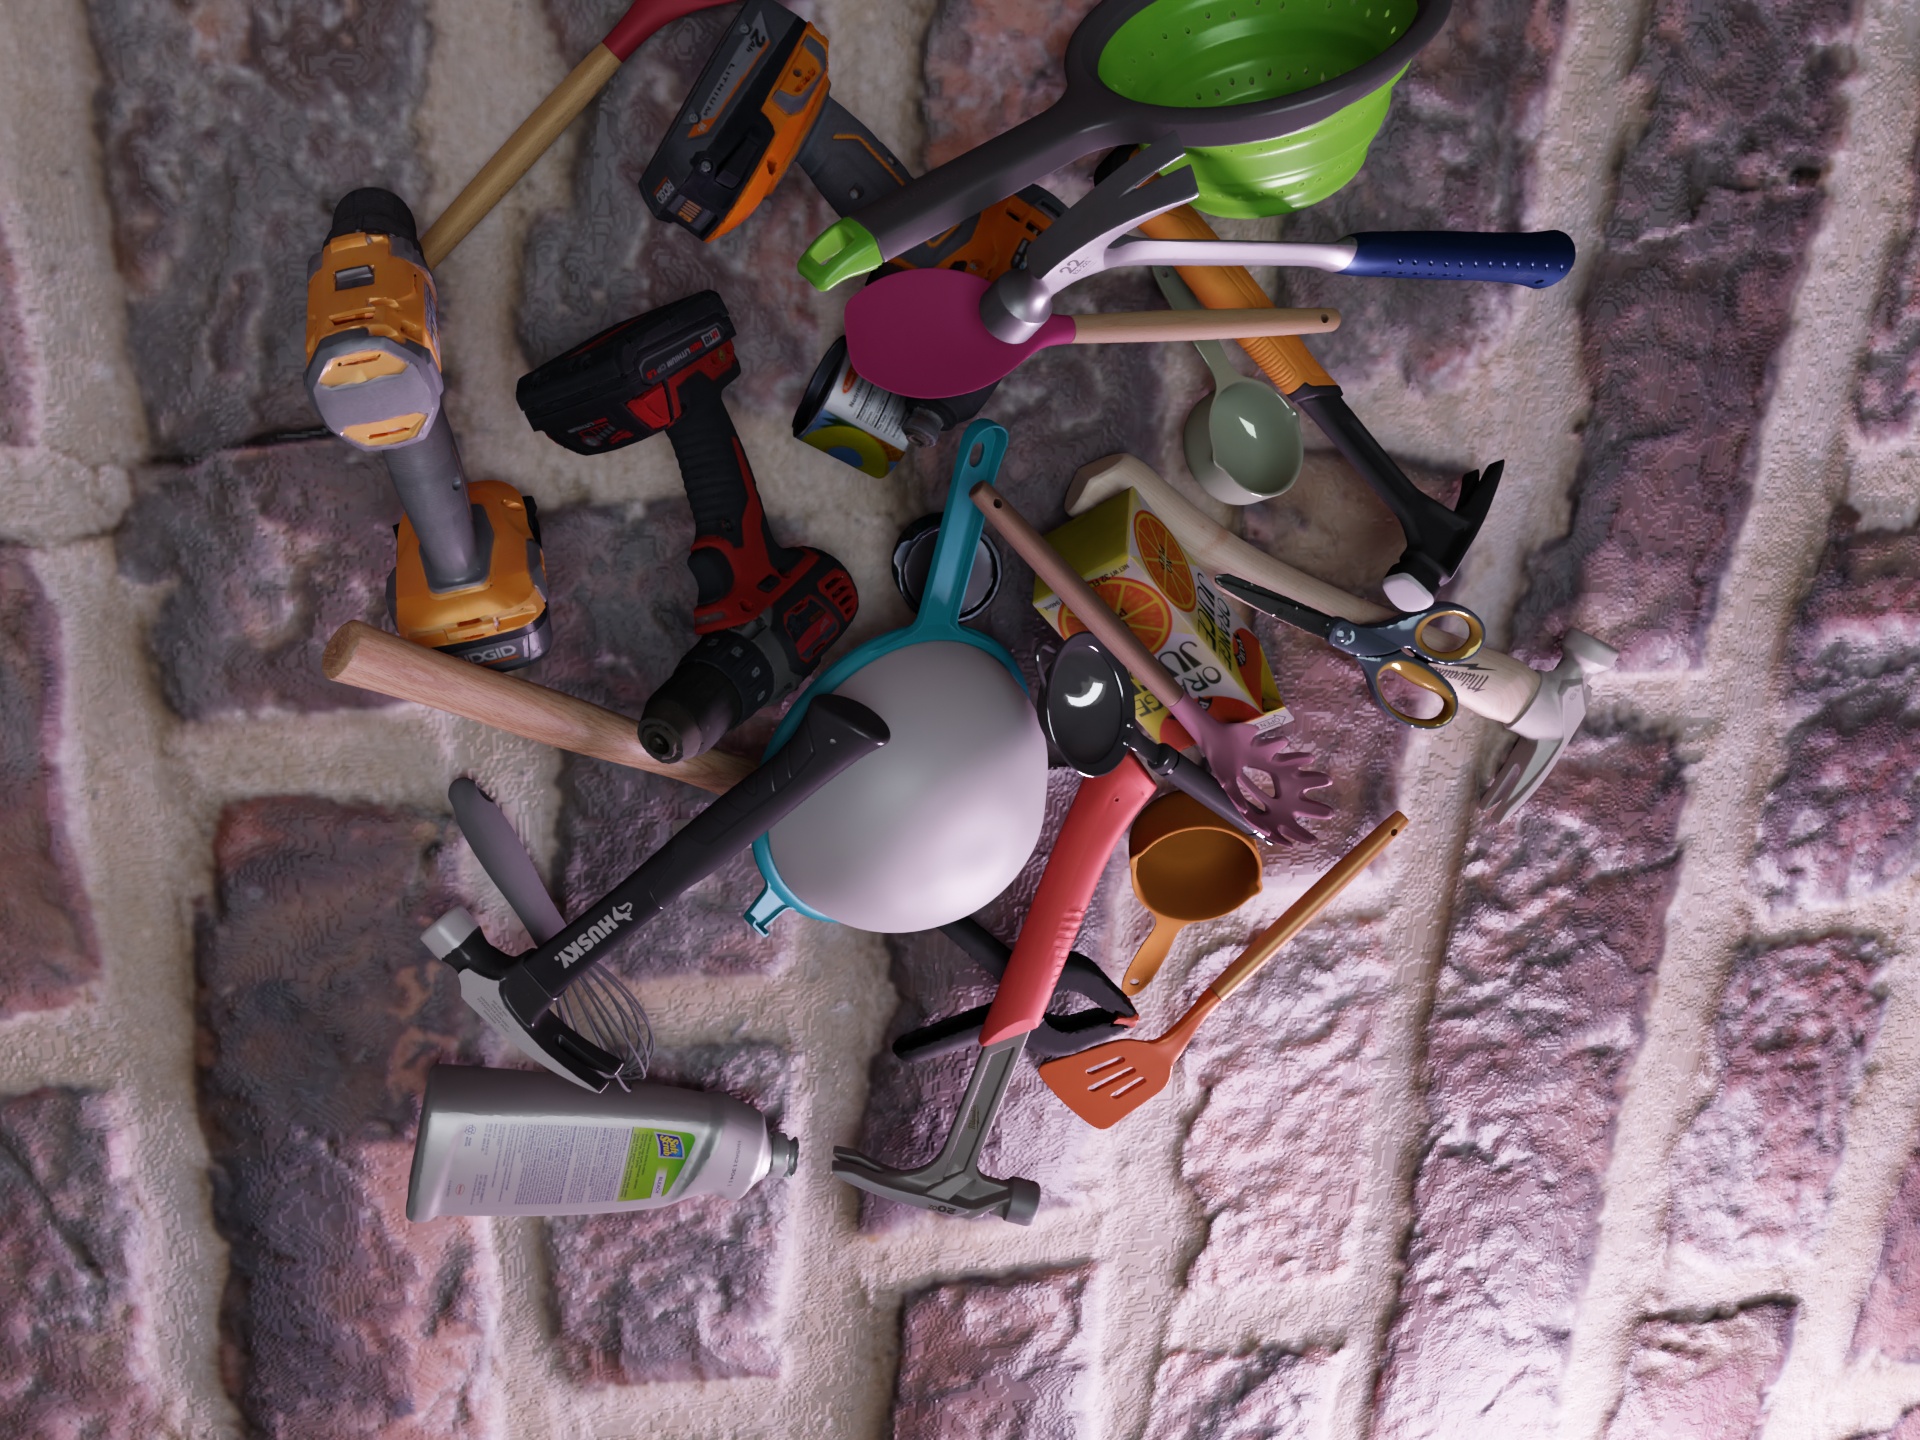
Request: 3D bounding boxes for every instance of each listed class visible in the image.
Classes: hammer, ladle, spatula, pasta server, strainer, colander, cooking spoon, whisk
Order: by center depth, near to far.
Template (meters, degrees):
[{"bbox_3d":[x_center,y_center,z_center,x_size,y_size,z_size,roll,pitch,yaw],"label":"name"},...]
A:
[{"bbox_3d":[0.097,-0.303,0.861,0.397,0.205,0.094,-31,137,-11],"label":"colander"},{"bbox_3d":[-0.207,-0.343,0.865,0.315,0.031,0.069,-44,103,7],"label":"ladle"},{"bbox_3d":[0.210,-0.263,0.889,0.405,0.144,0.035,-11,78,-34],"label":"hammer"},{"bbox_3d":[0.083,-0.220,0.891,0.318,0.017,0.069,-9,92,-25],"label":"cooking spoon"},{"bbox_3d":[-0.207,0.009,0.916,0.130,0.031,0.331,-43,140,23],"label":"hammer"},{"bbox_3d":[-0.168,0.094,0.935,0.334,0.035,0.146,-38,97,23],"label":"hammer"},{"bbox_3d":[0.116,-0.031,0.945,0.316,0.040,0.060,44,70,-25],"label":"pasta server"},{"bbox_3d":[-0.002,-0.003,0.946,0.211,0.095,0.340,-6,121,-38],"label":"strainer"},{"bbox_3d":[0.208,-0.225,0.981,0.336,0.034,0.127,44,63,-16],"label":"hammer"},{"bbox_3d":[0.118,0.022,0.982,0.258,0.050,0.087,33,62,-33],"label":"strainer"},{"bbox_3d":[-0.263,0.139,1.018,0.055,0.055,0.238,-26,109,-2],"label":"whisk"},{"bbox_3d":[0.247,-0.062,1.065,0.410,0.038,0.146,22,105,-19],"label":"hammer"},{"bbox_3d":[0.036,0.175,1.065,0.149,0.037,0.359,17,107,-8],"label":"hammer"},{"bbox_3d":[0.198,0.176,1.149,0.322,0.041,0.081,-43,113,1],"label":"spatula"}]

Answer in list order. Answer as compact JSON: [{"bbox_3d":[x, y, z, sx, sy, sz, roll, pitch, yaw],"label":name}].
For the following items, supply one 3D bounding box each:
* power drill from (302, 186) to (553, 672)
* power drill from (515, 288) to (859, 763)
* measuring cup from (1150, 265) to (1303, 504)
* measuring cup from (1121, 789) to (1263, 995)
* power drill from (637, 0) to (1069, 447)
[{"bbox_3d":[-0.287,-0.156,0.849,0.084,0.186,0.226,-14,137,-7],"label":"power drill"},{"bbox_3d":[-0.153,-0.103,0.887,0.080,0.188,0.226,-9,116,33],"label":"power drill"},{"bbox_3d":[0.151,-0.211,0.989,0.083,0.038,0.167,-33,96,-31],"label":"measuring cup"},{"bbox_3d":[0.145,0.119,1.106,0.095,0.052,0.173,13,128,-11],"label":"measuring cup"},{"bbox_3d":[-0.056,-0.265,0.874,0.226,0.084,0.164,30,75,-21],"label":"power drill"}]
